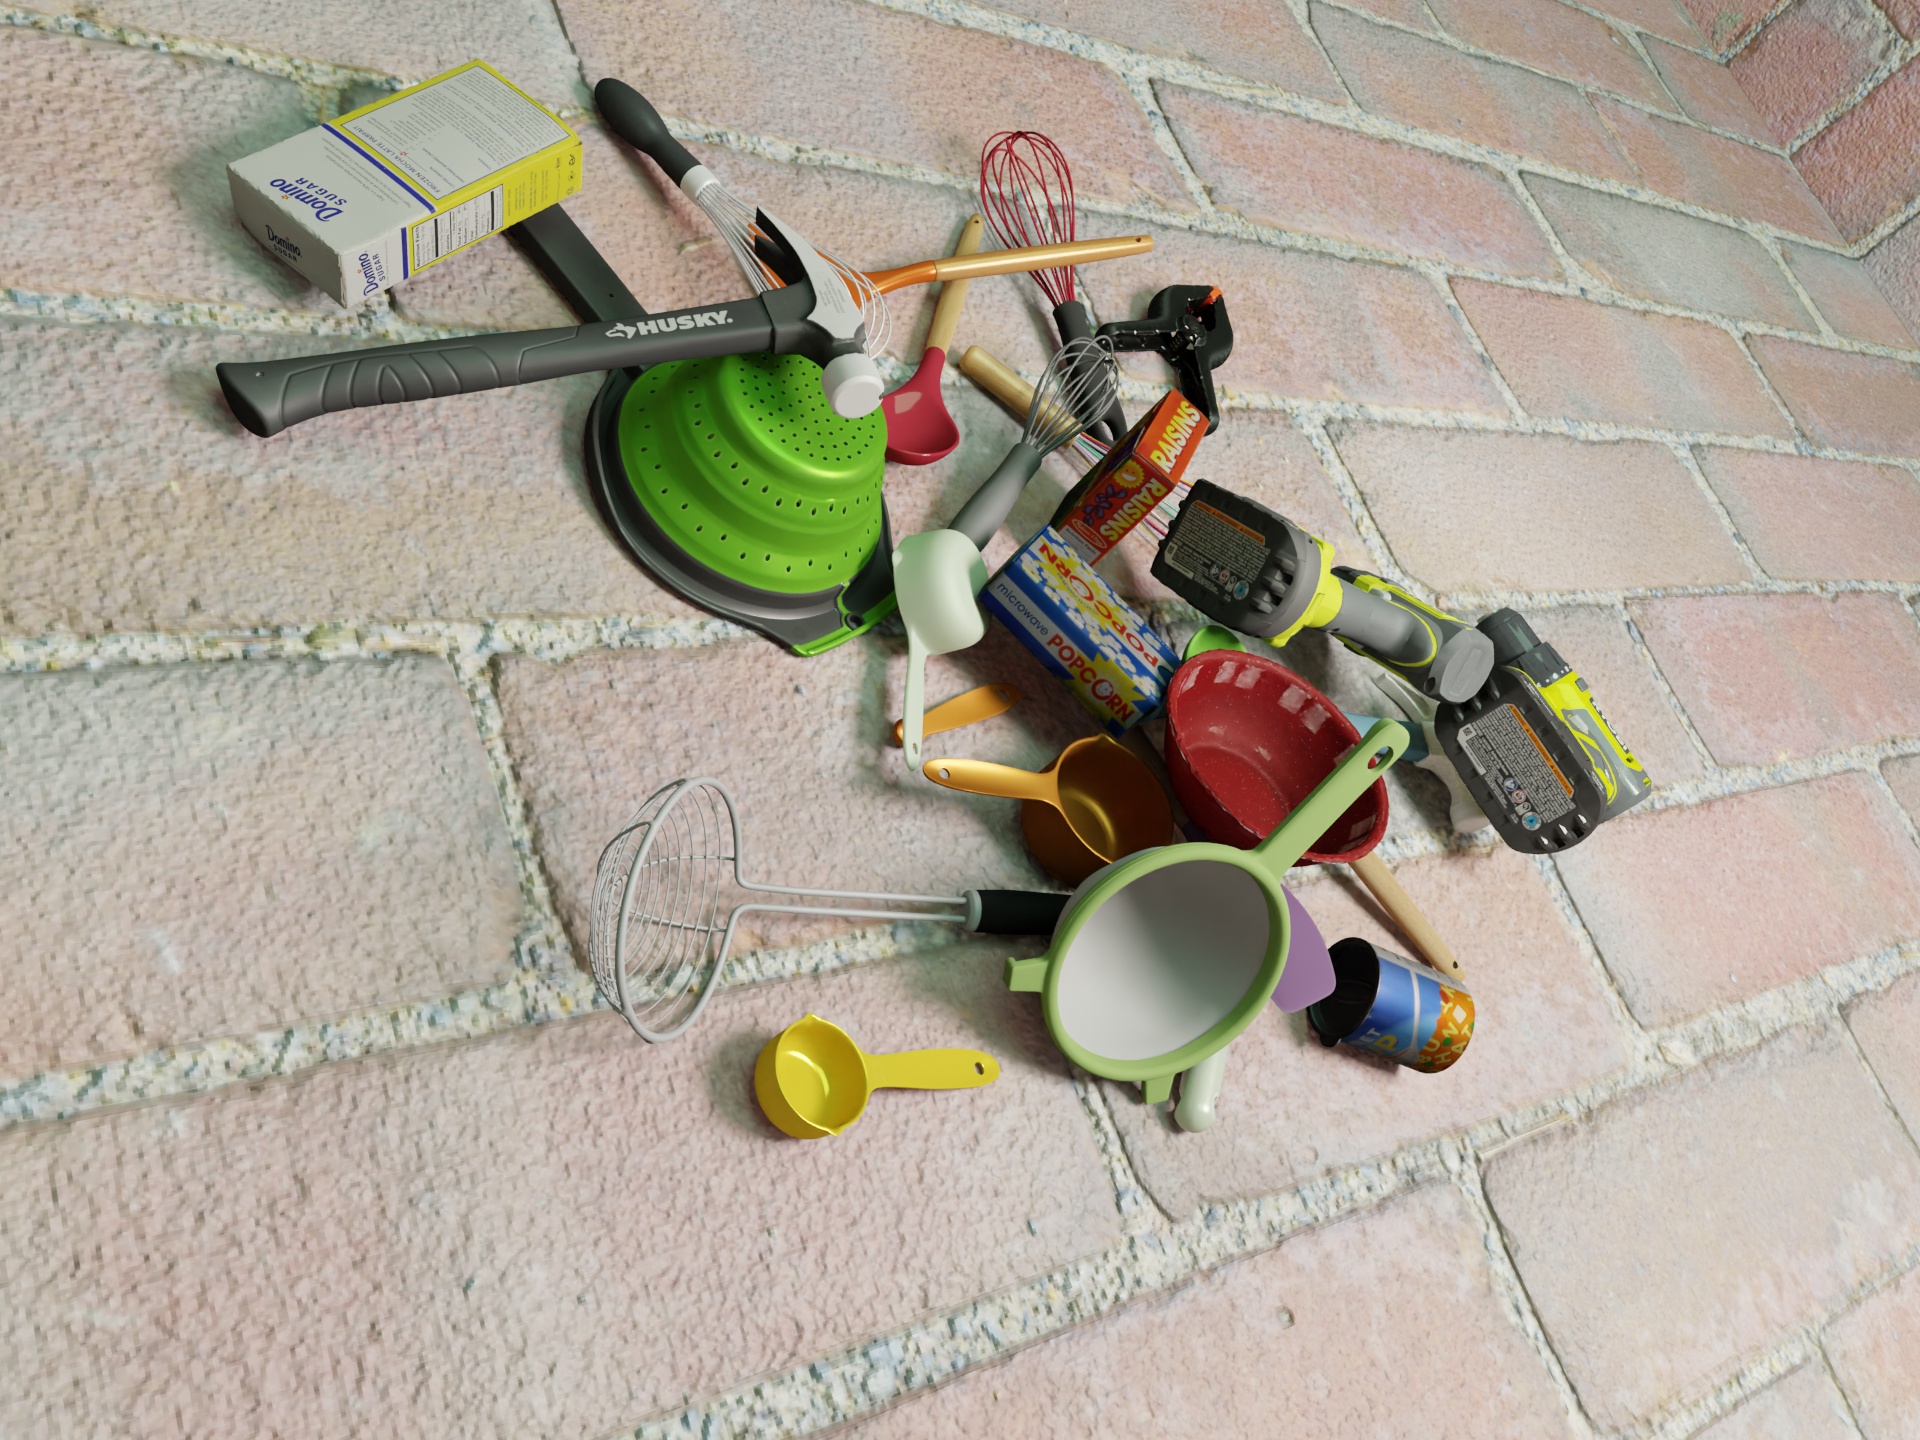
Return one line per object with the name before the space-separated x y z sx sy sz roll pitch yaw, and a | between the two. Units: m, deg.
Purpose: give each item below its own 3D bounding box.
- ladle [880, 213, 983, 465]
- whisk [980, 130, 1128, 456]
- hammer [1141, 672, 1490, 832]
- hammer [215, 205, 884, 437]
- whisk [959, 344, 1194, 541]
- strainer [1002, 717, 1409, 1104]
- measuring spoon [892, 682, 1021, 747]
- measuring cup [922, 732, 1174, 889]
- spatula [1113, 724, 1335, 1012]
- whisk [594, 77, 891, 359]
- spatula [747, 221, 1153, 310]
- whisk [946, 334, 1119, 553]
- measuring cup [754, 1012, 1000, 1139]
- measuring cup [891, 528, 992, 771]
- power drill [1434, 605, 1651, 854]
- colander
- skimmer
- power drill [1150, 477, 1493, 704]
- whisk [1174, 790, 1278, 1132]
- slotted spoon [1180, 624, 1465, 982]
ladle | -0.015 -0.278 1.140 0.069 0.031 0.316 17 48 -4
whisk | 0.077 -0.333 1.225 0.073 0.073 0.296 -3 70 -37
hammer | 0.248 0.002 1.138 0.330 0.033 0.128 10 57 -31
hammer | -0.220 -0.202 0.856 0.334 0.035 0.146 -13 59 -18
whisk | 0.103 -0.196 1.160 0.245 0.047 0.051 36 28 -6
strainer | 0.140 0.084 0.887 0.151 0.256 0.069 44 2 -33
measuring spoon | -0.002 -0.003 0.979 0.117 0.011 0.021 -22 73 -46
measuring cup | 0.043 0.053 0.944 0.173 0.052 0.095 11 55 -28
spatula | 0.133 0.044 1.000 0.060 0.018 0.316 -20 63 -27
whisk | -0.151 -0.330 1.044 0.285 0.070 0.070 47 44 14
spatula | 0.004 -0.333 1.149 0.322 0.041 0.081 -14 69 -23
whisk | 0.045 -0.181 1.080 0.055 0.055 0.239 39 61 -8
measuring cup | -0.041 0.185 0.820 0.156 0.029 0.062 11 55 -45
measuring cup | -0.010 -0.043 0.951 0.083 0.038 0.168 52 34 -47
power drill | 0.443 0.004 1.224 0.191 0.080 0.228 58 30 9
colander | -0.162 -0.227 0.950 0.397 0.094 0.204 51 45 3
skimmer | -0.028 0.103 0.832 0.363 0.090 0.127 8 90 -35
power drill | 0.248 -0.090 1.120 0.223 0.080 0.171 17 17 -37
whisk | 0.162 0.141 0.980 0.059 0.057 0.246 10 51 12
slotted spoon | 0.245 0.064 1.074 0.313 0.031 0.070 50 56 -11
